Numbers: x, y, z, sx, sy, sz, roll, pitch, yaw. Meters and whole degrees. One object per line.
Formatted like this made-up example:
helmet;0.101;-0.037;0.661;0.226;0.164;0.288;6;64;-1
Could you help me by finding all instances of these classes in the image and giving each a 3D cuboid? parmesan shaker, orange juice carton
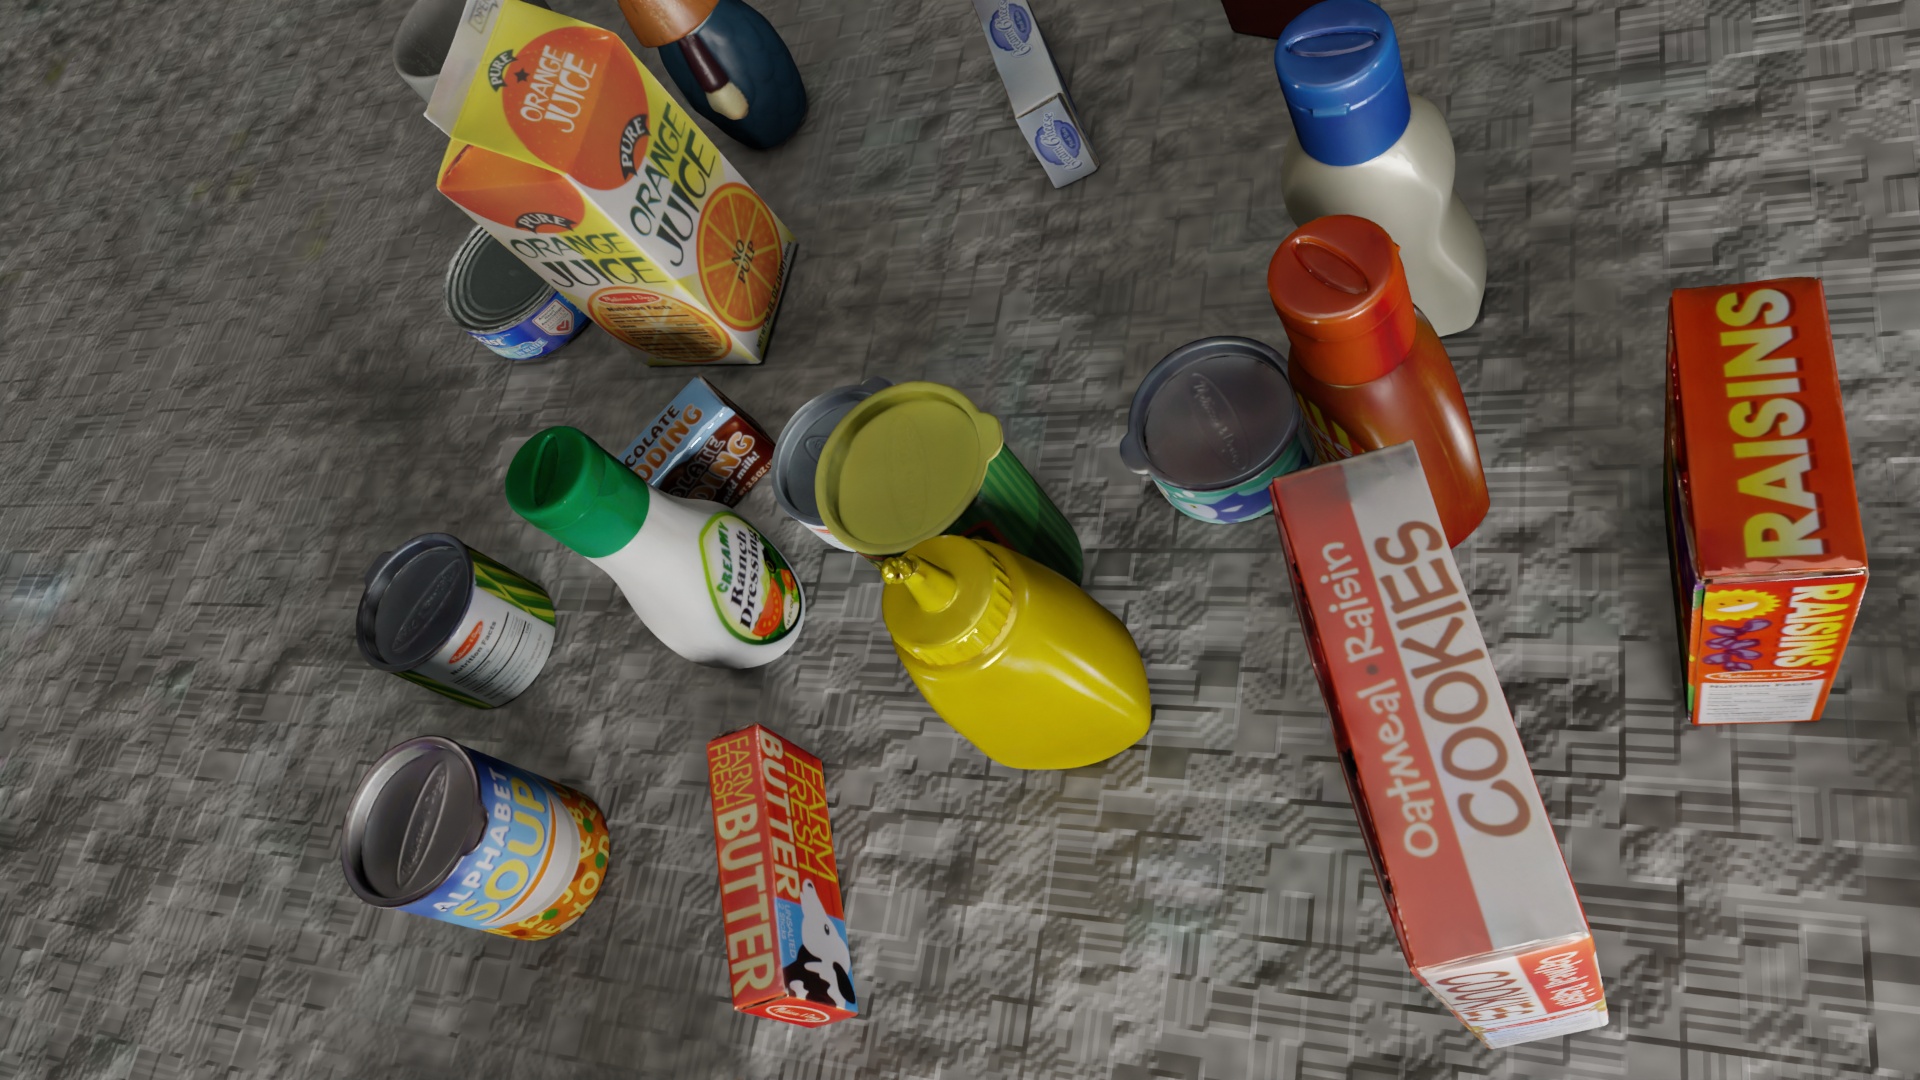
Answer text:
parmesan shaker;0.002;-0.006;0.517;0.071;0.103;0.071;-11;62;21
orange juice carton;-0.156;-0.154;0.611;0.073;0.192;0.072;2;68;27

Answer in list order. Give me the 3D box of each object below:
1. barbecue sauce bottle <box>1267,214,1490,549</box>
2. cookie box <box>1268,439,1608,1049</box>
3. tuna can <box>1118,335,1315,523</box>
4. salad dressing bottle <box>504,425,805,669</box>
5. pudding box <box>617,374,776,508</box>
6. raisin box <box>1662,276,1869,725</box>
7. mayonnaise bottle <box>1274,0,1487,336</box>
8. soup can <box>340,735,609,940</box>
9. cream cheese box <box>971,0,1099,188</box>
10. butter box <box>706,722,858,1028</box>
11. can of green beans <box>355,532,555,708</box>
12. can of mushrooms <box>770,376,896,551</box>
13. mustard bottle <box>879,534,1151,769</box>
barbecue sauce bottle;0.133;-0.048;0.447;0.043;0.148;0.065;-43;56;2
cookie box;0.133;0.065;0.380;0.040;0.167;0.123;-19;59;17
tuna can;0.098;-0.041;0.530;0.071;0.032;0.071;-11;62;21
salad dressing bottle;-0.115;0.005;0.541;0.044;0.147;0.064;-10;63;22
pudding box;-0.126;-0.028;0.622;0.084;0.049;0.030;-46;56;-1
raisin box;0.225;-0.006;0.397;0.040;0.123;0.086;-4;65;25
mayonnaise bottle;0.142;-0.122;0.478;0.065;0.147;0.041;3;68;27
soup can;-0.191;0.122;0.559;0.071;0.083;0.071;-11;62;21
cream cheese box;0.031;-0.216;0.635;0.024;0.053;0.104;-25;58;14
butter box;-0.067;0.124;0.517;0.024;0.053;0.104;-22;59;15
can of green beans;-0.229;0.038;0.635;0.071;0.057;0.071;-11;62;21
can of mushrooms;-0.043;-0.032;0.593;0.071;0.033;0.071;-11;62;21
mustard bottle;0.014;0.034;0.457;0.065;0.160;0.049;-20;59;16
